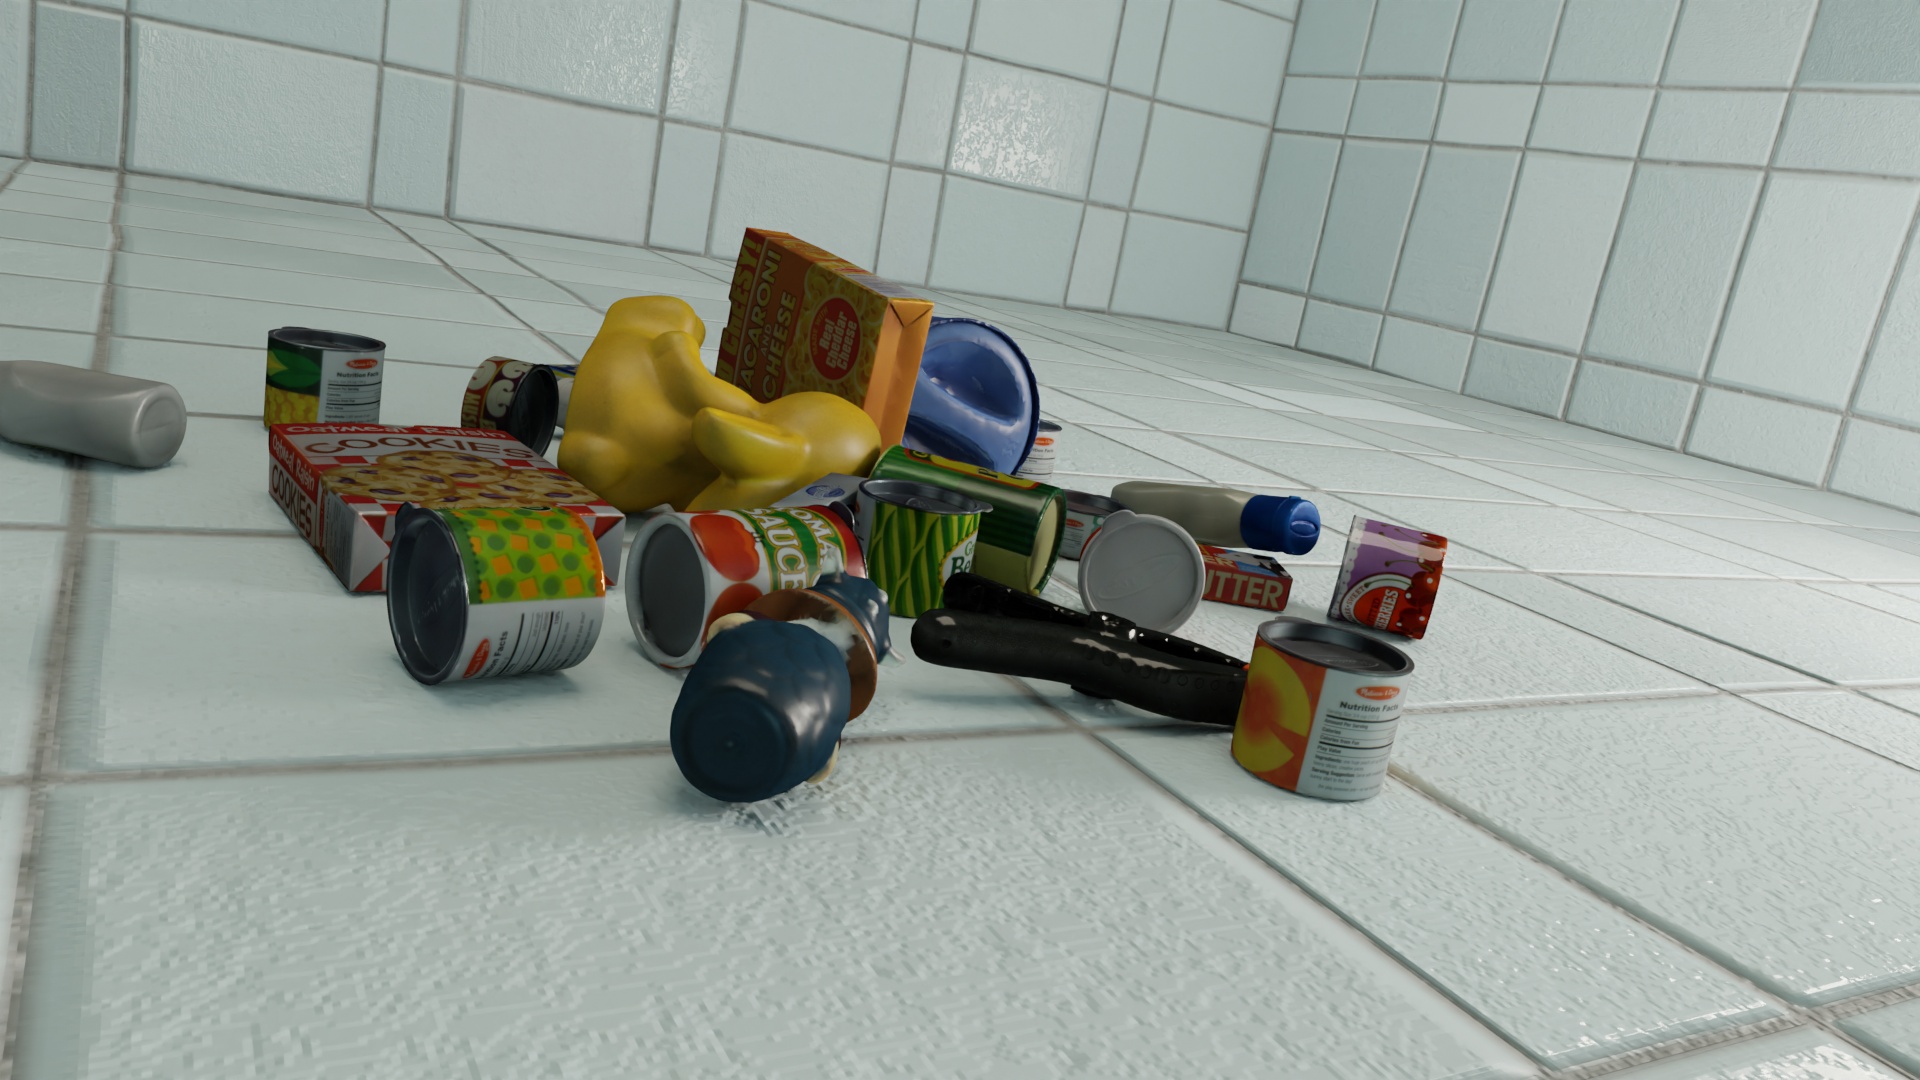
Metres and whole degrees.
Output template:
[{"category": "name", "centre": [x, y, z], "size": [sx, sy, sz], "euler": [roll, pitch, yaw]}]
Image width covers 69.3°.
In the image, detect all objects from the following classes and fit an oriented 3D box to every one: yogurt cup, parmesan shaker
[{"category": "yogurt cup", "centre": [0.095, 0.017, 0.758], "size": [0.072, 0.072, 0.054], "euler": [10, 5, -4]}, {"category": "parmesan shaker", "centre": [0.003, -0.010, 0.795], "size": [0.103, 0.071, 0.071], "euler": [15, 14, 17]}]

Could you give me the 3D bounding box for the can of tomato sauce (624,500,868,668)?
[{"category": "can of tomato sauce", "centre": [-0.092, 0.017, 0.601], "size": [0.083, 0.071, 0.071], "euler": [-4, 20, -44]}]

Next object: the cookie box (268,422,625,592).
[{"category": "cookie box", "centre": [-0.259, -0.020, 0.688], "size": [0.123, 0.040, 0.167], "euler": [0, 17, -38]}]

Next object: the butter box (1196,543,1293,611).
[{"category": "butter box", "centre": [0.151, 0.019, 0.872], "size": [0.103, 0.024, 0.053], "euler": [10, 13, -4]}]

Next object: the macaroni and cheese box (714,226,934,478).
[{"category": "macaroni and cheese box", "centre": [-0.095, -0.121, 0.897], "size": [0.040, 0.123, 0.167], "euler": [-3, 26, -42]}]

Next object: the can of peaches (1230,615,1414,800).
[{"category": "can of peaches", "centre": [0.153, 0.071, 0.595], "size": [0.071, 0.058, 0.071], "euler": [9, 13, -2]}]

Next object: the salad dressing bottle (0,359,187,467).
[{"category": "salad dressing bottle", "centre": [-0.485, -0.072, 0.723], "size": [0.148, 0.044, 0.064], "euler": [11, 15, 4]}]

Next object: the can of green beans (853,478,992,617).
[{"category": "can of green beans", "centre": [-0.025, 0.003, 0.730], "size": [0.071, 0.057, 0.071], "euler": [10, 13, -2]}]

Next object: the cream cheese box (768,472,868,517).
[{"category": "cream cheese box", "centre": [-0.075, 0.000, 0.720], "size": [0.024, 0.053, 0.104], "euler": [11, 14, 10]}]

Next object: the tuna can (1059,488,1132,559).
[{"category": "tuna can", "centre": [0.080, -0.011, 0.918], "size": [0.071, 0.032, 0.071], "euler": [10, 14, -2]}]

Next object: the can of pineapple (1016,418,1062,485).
[{"category": "can of pineapple", "centre": [0.038, -0.064, 1.048], "size": [0.071, 0.057, 0.071], "euler": [10, 13, -2]}]

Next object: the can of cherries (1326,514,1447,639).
[{"category": "can of cherries", "centre": [0.261, 0.025, 0.851], "size": [0.058, 0.071, 0.072], "euler": [15, 14, 15]}]

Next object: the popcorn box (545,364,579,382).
[{"category": "popcorn box", "centre": [-0.243, -0.108, 1.058], "size": [0.085, 0.038, 0.127], "euler": [18, 16, 33]}]

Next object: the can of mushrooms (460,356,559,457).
[{"category": "can of mushrooms", "centre": [-0.278, -0.078, 0.855], "size": [0.033, 0.071, 0.071], "euler": [12, 14, 7]}]

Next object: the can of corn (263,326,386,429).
[{"category": "can of corn", "centre": [-0.394, -0.097, 0.856], "size": [0.071, 0.058, 0.071], "euler": [10, 14, -2]}]

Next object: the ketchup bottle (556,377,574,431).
[{"category": "ketchup bottle", "centre": [-0.216, -0.077, 0.941], "size": [0.149, 0.043, 0.065], "euler": [17, 9, 27]}]

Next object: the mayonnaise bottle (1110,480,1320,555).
[{"category": "mayonnaise bottle", "centre": [0.170, -0.015, 0.930], "size": [0.065, 0.041, 0.148], "euler": [5, 3, -39]}]

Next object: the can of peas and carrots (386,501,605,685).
[{"category": "can of peas and carrots", "centre": [-0.179, 0.018, 0.535], "size": [0.059, 0.070, 0.071], "euler": [-2, 19, -46]}]
